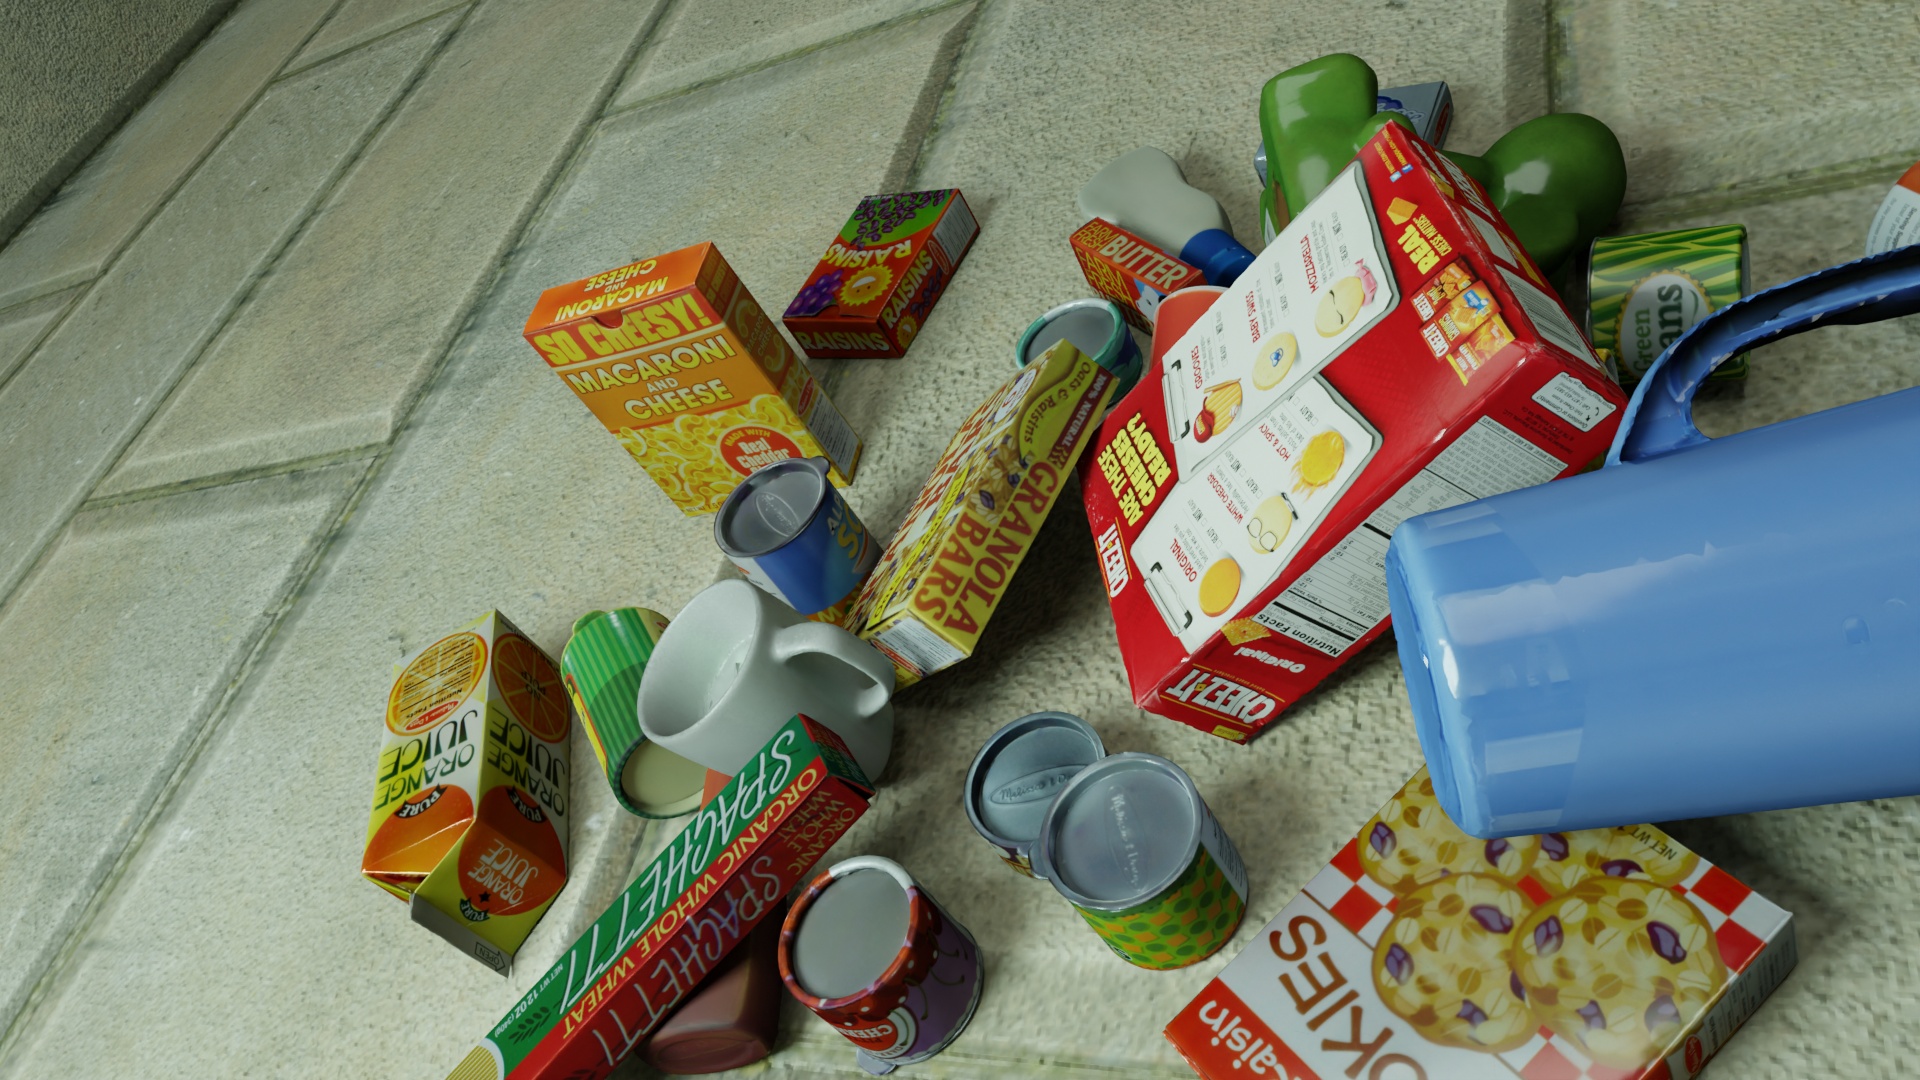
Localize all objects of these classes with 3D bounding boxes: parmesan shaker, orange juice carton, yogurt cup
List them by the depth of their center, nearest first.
[{"bbox_3d":[0.127,-0.089,0.708,0.072,0.072,0.054,0,60,34],"label":"yogurt cup"},{"bbox_3d":[-0.165,0.088,0.725,0.071,0.071,0.103,-39,41,-4],"label":"parmesan shaker"},{"bbox_3d":[-0.260,0.136,0.742,0.073,0.071,0.193,-27,41,9],"label":"orange juice carton"}]

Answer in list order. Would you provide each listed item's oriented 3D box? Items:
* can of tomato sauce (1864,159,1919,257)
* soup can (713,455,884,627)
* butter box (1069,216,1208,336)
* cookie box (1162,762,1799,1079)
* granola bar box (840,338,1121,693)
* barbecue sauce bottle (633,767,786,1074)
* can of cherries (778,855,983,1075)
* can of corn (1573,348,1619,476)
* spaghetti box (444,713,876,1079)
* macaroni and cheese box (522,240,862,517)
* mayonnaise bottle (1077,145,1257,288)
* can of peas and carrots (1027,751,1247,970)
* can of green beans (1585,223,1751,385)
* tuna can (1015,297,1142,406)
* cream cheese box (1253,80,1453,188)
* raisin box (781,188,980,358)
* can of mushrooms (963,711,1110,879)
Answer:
[{"bbox_3d":[0.414,-0.113,0.540,0.071,0.071,0.083,-33,40,2],"label":"can of tomato sauce"},{"bbox_3d":[-0.078,0.006,0.736,0.071,0.083,0.072,-18,44,18],"label":"soup can"},{"bbox_3d":[0.104,-0.142,0.779,0.024,0.053,0.104,-38,41,-7],"label":"butter box"},{"bbox_3d":[0.169,0.154,0.467,0.168,0.040,0.123,-42,42,-8],"label":"cookie box"},{"bbox_3d":[0.002,-0.009,0.685,0.166,0.039,0.123,-60,12,-26],"label":"granola bar box"},{"bbox_3d":[-0.108,0.163,0.638,0.065,0.043,0.149,-21,42,22],"label":"barbecue sauce bottle"},{"bbox_3d":[-0.033,0.174,0.567,0.071,0.058,0.072,-18,43,18],"label":"can of cherries"},{"bbox_3d":[0.243,-0.045,0.586,0.058,0.071,0.071,-1,51,32],"label":"can of corn"},{"bbox_3d":[-0.136,0.177,0.588,0.250,0.028,0.050,-46,34,2],"label":"spaghetti box"},{"bbox_3d":[-0.152,-0.087,0.809,0.123,0.166,0.040,-10,48,26],"label":"macaroni and cheese box"},{"bbox_3d":[0.125,-0.180,0.812,0.065,0.041,0.149,-35,42,2],"label":"mayonnaise bottle"},{"bbox_3d":[0.070,0.127,0.543,0.071,0.058,0.071,-19,44,19],"label":"can of peas and carrots"},{"bbox_3d":[0.306,-0.100,0.599,0.058,0.071,0.071,0,52,33],"label":"can of green beans"},{"bbox_3d":[0.066,-0.102,0.782,0.071,0.032,0.071,-18,43,18],"label":"tuna can"},{"bbox_3d":[0.227,-0.235,0.809,0.104,0.024,0.053,3,53,35],"label":"cream cheese box"},{"bbox_3d":[-0.052,-0.178,0.927,0.086,0.040,0.124,7,56,36],"label":"raisin box"},{"bbox_3d":[0.038,0.112,0.598,0.071,0.033,0.071,-18,44,18],"label":"can of mushrooms"}]
